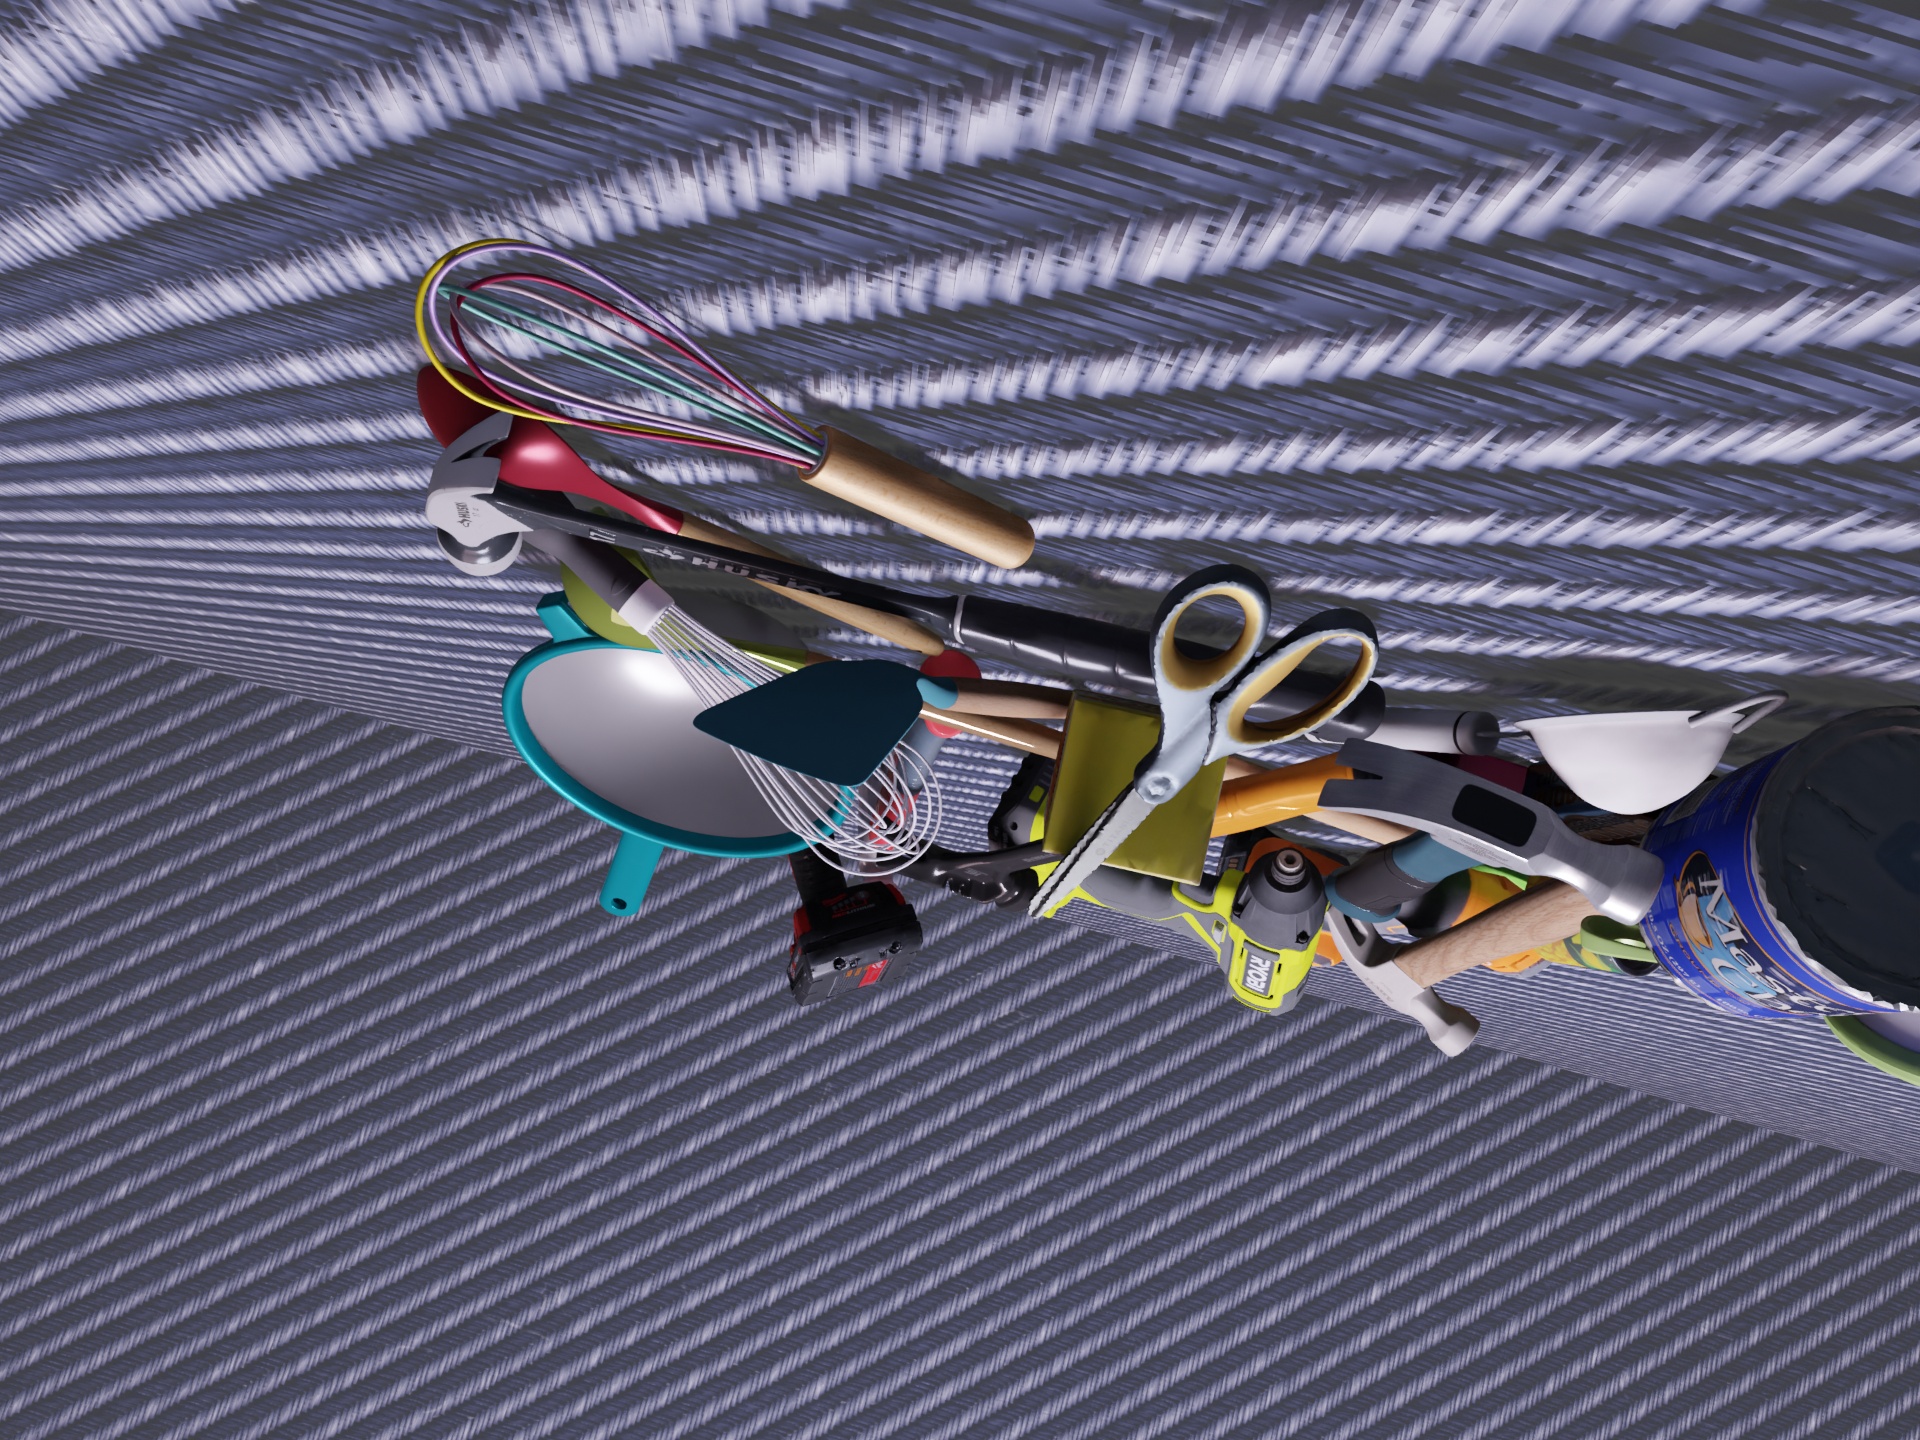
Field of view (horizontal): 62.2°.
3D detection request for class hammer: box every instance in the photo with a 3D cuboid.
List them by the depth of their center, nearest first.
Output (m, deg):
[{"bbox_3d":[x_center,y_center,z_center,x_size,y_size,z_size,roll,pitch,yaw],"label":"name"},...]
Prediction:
[{"bbox_3d":[-0.014,-0.049,0.660,0.408,0.036,0.149,13,170,-11],"label":"hammer"},{"bbox_3d":[0.224,0.071,0.779,0.128,0.033,0.331,26,172,9],"label":"hammer"},{"bbox_3d":[0.309,0.116,0.901,0.130,0.031,0.331,41,157,4],"label":"hammer"},{"bbox_3d":[0.097,0.060,0.921,0.127,0.034,0.337,23,152,-36],"label":"hammer"},{"bbox_3d":[-0.036,0.021,1.063,0.038,0.143,0.386,3,161,-9],"label":"hammer"}]

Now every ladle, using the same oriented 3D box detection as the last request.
[{"bbox_3d":[-0.116,-0.084,0.751,0.069,0.031,0.315,7,168,45],"label":"ladle"},{"bbox_3d":[-0.055,-0.034,0.840,0.320,0.062,0.078,18,180,-19],"label":"ladle"}]

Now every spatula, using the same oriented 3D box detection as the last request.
[{"bbox_3d":[-0.001,-0.002,0.763,0.082,0.044,0.317,20,-172,26],"label":"spatula"}]

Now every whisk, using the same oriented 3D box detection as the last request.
[{"bbox_3d":[-0.071,-0.098,0.550,0.244,0.047,0.051,19,169,-36],"label":"whisk"},{"bbox_3d":[-0.122,-0.032,0.746,0.284,0.070,0.070,42,167,-6],"label":"whisk"}]

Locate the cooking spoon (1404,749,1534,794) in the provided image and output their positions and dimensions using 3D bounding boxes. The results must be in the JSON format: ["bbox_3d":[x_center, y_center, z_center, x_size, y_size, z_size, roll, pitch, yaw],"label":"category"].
[{"bbox_3d":[0.345,0.065,0.848,0.318,0.017,0.069,23,168,-30],"label":"cooking spoon"}]

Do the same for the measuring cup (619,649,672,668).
[{"bbox_3d":[-0.167,-0.043,1.018,0.167,0.038,0.083,17,171,10],"label":"measuring cup"}]

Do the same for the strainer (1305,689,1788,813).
[{"bbox_3d":[0.225,0.008,0.671,0.086,0.050,0.258,5,180,-29],"label":"strainer"}]

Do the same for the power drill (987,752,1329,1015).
[{"bbox_3d":[0.135,0.103,1.070,0.223,0.080,0.171,22,150,19],"label":"power drill"}]

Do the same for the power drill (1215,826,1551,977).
[{"bbox_3d":[0.279,0.123,1.113,0.164,0.084,0.226,25,164,-29],"label":"power drill"}]

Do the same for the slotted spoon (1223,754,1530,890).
[{"bbox_3d":[0.259,0.066,0.971,0.313,0.031,0.070,20,-177,-12],"label":"slotted spoon"}]

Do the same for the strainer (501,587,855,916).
[{"bbox_3d":[-0.177,0.019,1.000,0.211,0.095,0.340,21,145,-9],"label":"strainer"}]

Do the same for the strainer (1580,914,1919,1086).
[{"bbox_3d":[0.399,0.090,0.690,0.256,0.069,0.151,6,-157,40],"label":"strainer"}]

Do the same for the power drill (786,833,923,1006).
[{"bbox_3d":[-0.100,0.068,1.067,0.078,0.220,0.143,-14,161,-16],"label":"power drill"}]
